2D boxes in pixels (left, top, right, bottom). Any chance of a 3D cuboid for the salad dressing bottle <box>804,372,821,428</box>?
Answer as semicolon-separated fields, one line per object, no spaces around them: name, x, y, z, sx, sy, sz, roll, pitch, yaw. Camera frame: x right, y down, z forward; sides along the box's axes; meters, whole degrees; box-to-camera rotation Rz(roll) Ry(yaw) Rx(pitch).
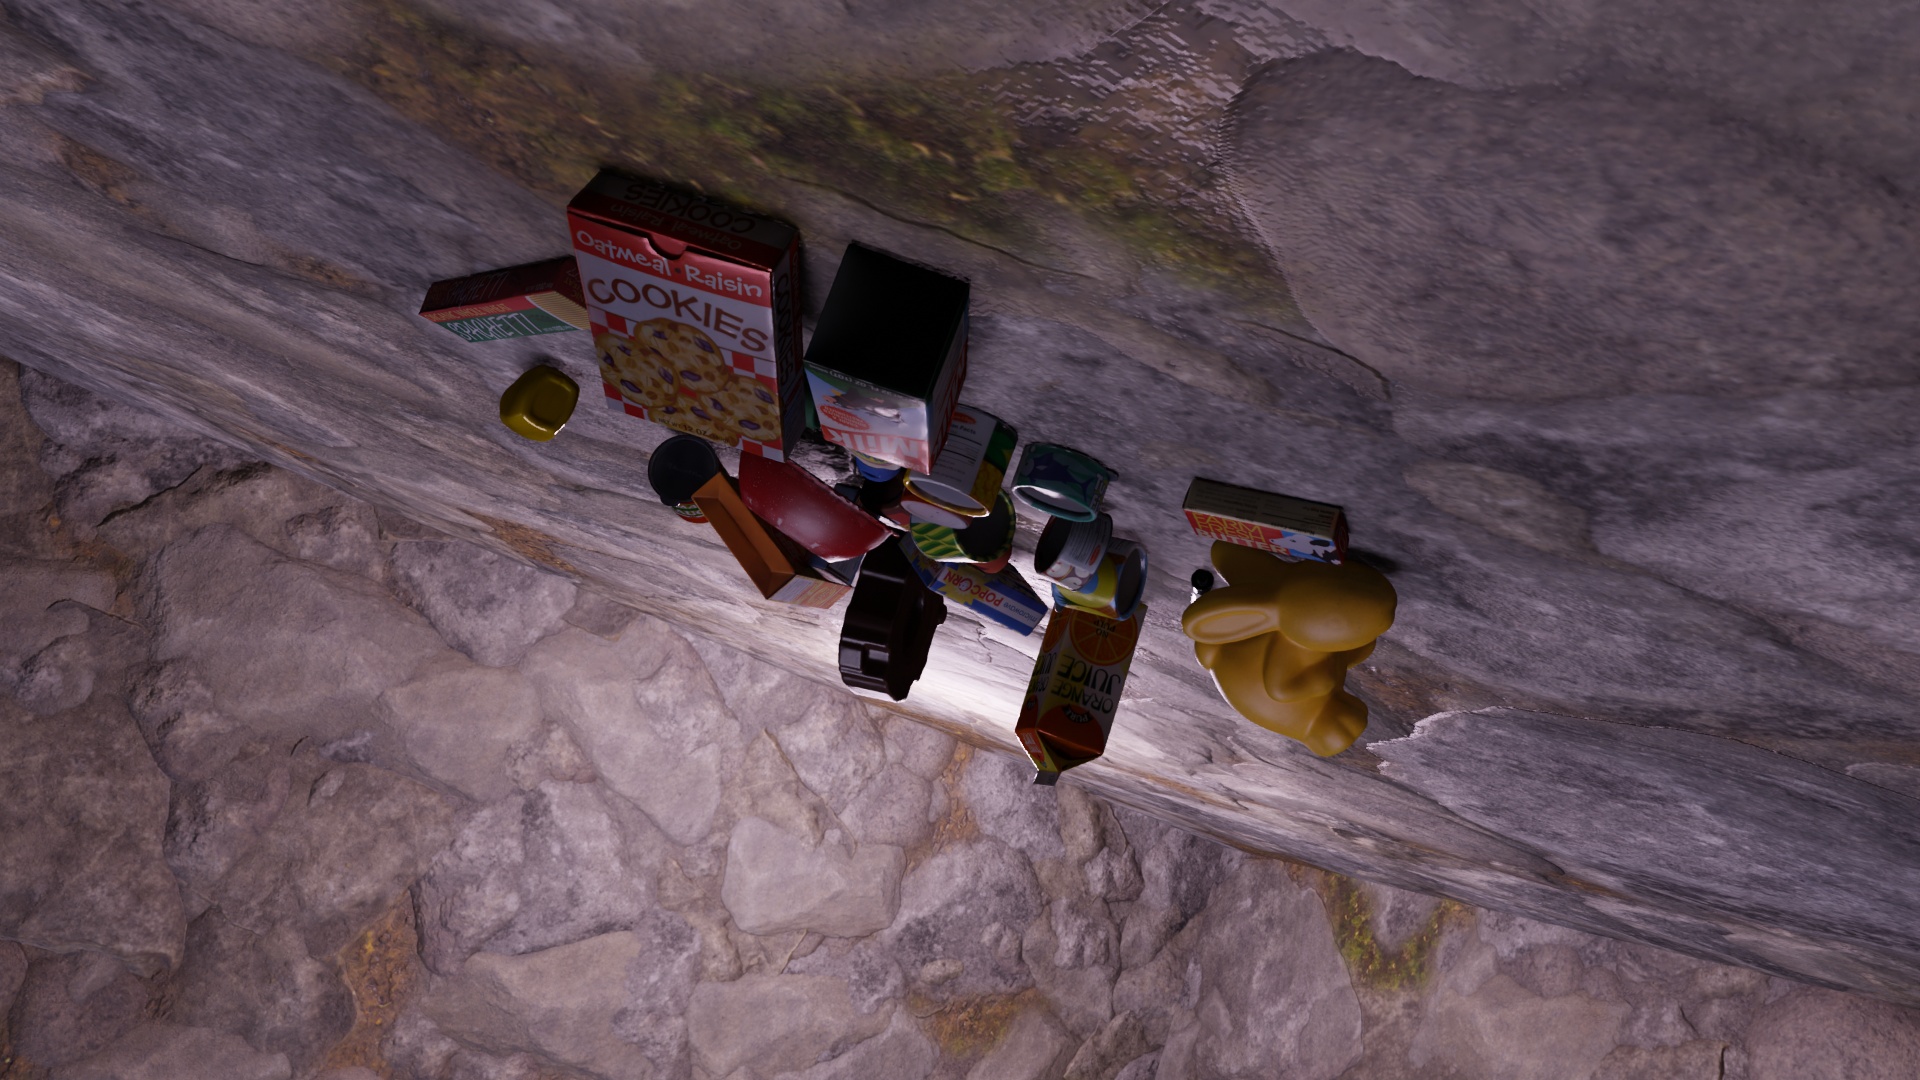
salad dressing bottle;-0.165;-0.117;0.992;0.148;0.044;0.064;17;169;12

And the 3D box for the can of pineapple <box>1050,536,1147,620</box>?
can of pineapple;0.113;0.029;1.128;0.058;0.071;0.071;13;165;27

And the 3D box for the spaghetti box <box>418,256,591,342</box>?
spaghetti box;-0.331;-0.176;1.032;0.050;0.029;0.250;31;163;-39

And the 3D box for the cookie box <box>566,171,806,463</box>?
cookie box;-0.157;-0.126;0.820;0.123;0.040;0.166;18;145;8

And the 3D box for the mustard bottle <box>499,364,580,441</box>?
mustard bottle;-0.391;-0.124;1.271;0.049;0.065;0.160;32;169;-25

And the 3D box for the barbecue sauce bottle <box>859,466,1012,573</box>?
barbecue sauce bottle;-0.015;-0.016;1.191;0.065;0.044;0.148;13;166;48

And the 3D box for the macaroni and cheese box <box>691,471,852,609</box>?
macaroni and cheese box;-0.176;0.004;1.323;0.124;0.040;0.166;52;-173;13

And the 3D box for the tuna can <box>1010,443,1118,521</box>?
tuna can;0.073;-0.040;0.982;0.071;0.033;0.071;19;167;5

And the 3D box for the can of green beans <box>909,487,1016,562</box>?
can of green beans;0.002;-0.015;1.116;0.071;0.071;0.058;29;164;-34

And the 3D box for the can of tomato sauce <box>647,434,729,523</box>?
can of tomato sauce;-0.257;-0.055;1.330;0.071;0.071;0.083;19;167;6

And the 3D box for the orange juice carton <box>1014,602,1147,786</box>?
orange juice carton;0.108;0.141;1.322;0.073;0.193;0.071;22;166;-11

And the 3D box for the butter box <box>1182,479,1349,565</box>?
butter box;0.203;-0.012;0.921;0.103;0.024;0.053;13;165;26

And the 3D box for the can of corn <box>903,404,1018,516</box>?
can of corn;0.001;-0.055;0.970;0.071;0.058;0.071;19;167;5

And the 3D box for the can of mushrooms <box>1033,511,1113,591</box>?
can of mushrooms;0.085;0.004;1.067;0.033;0.071;0.071;24;166;-16

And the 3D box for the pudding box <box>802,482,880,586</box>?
pudding box;-0.107;-0.006;1.284;0.030;0.084;0.049;15;167;33

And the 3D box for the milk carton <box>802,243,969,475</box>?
milk carton;-0.040;-0.095;0.827;0.072;0.073;0.190;19;168;4

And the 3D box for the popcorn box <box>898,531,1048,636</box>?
popcorn box;0.012;0.034;1.291;0.126;0.038;0.085;28;-166;-33

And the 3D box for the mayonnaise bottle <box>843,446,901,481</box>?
mayonnaise bottle;-0.060;-0.079;0.998;0.065;0.041;0.147;25;167;5

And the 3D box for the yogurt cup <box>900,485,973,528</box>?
yogurt cup;-0.011;-0.043;1.046;0.072;0.054;0.072;18;168;4
